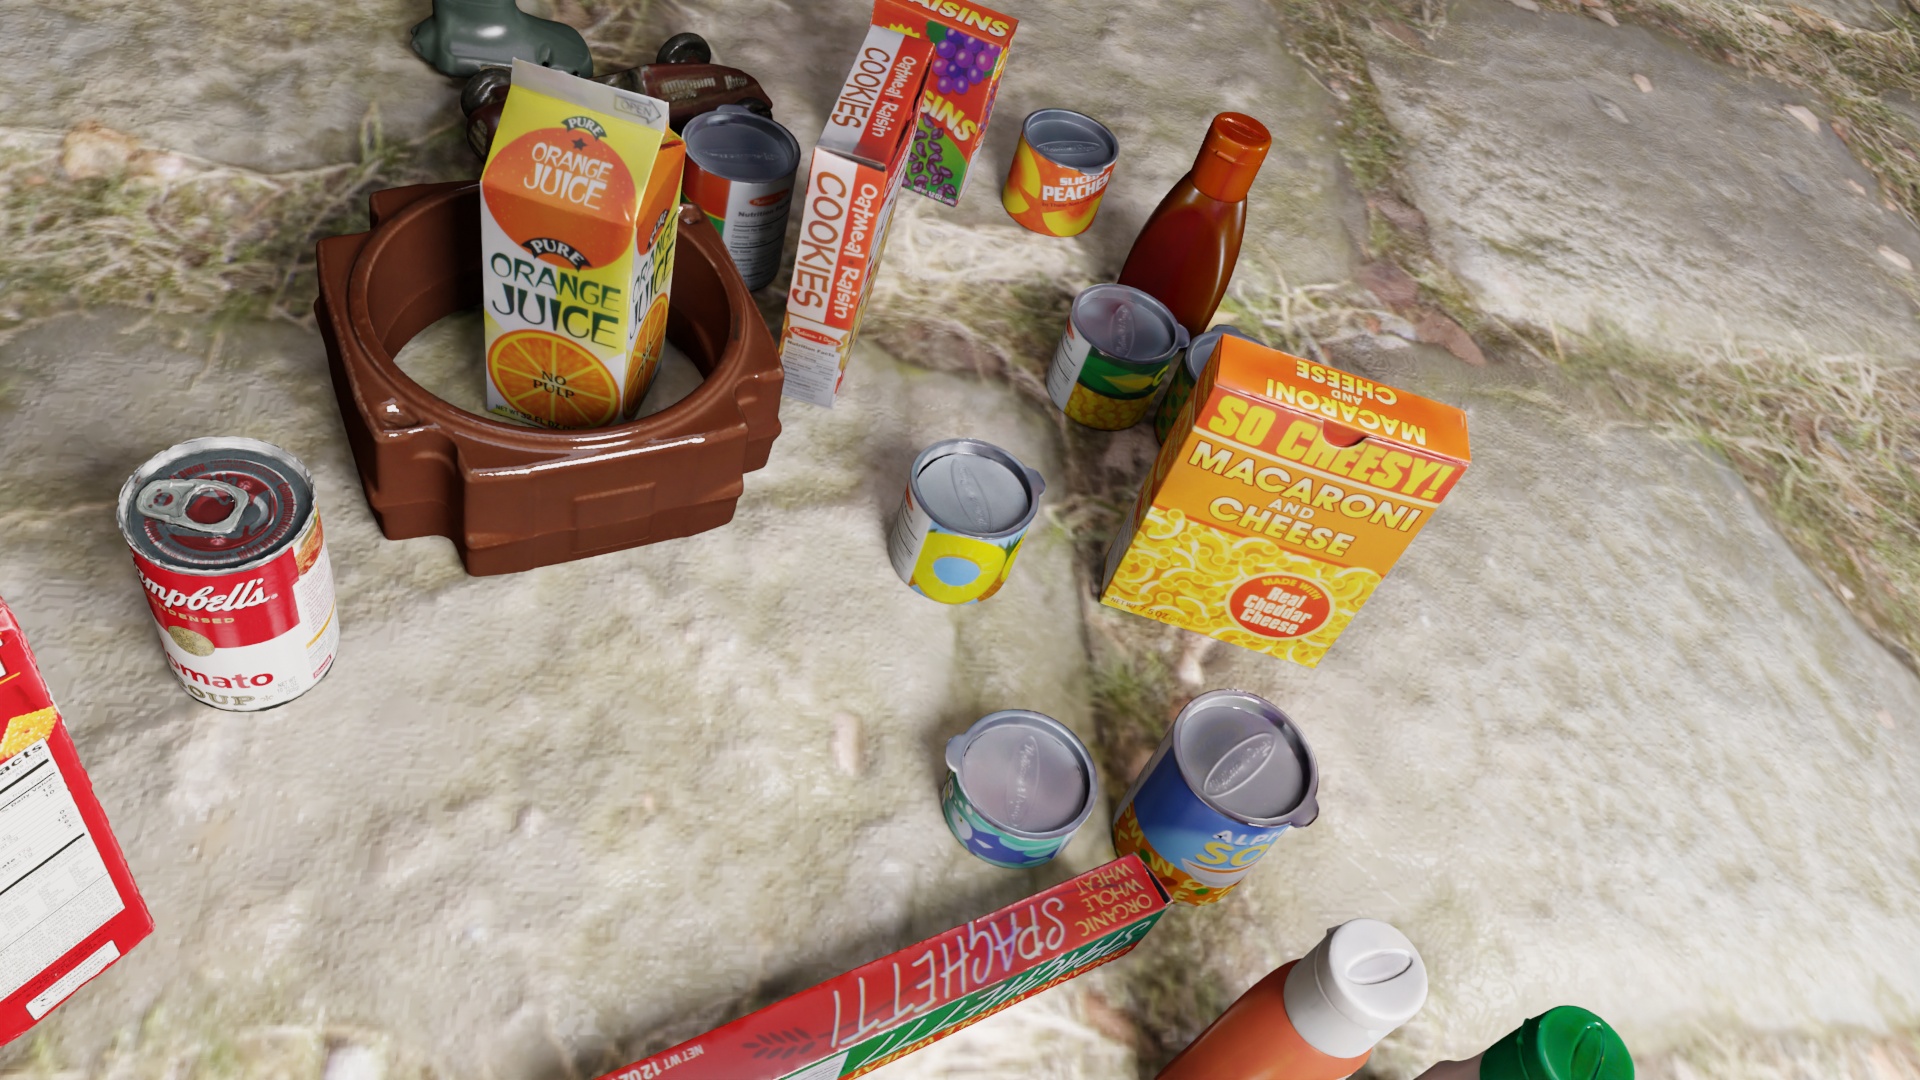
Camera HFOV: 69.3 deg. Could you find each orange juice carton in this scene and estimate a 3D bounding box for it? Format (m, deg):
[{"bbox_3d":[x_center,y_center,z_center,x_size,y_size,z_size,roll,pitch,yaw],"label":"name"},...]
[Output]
[{"bbox_3d":[-0.182,-0.139,0.670,0.072,0.191,0.073,17,48,-3],"label":"orange juice carton"}]

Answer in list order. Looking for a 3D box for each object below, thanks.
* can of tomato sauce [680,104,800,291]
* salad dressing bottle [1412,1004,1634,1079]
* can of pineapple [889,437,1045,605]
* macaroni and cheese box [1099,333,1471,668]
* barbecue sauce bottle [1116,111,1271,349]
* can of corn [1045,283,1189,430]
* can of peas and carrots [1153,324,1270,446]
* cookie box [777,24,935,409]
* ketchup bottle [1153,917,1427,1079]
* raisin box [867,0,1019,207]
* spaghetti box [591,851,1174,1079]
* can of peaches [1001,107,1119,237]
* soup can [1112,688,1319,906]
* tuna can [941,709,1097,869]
[{"bbox_3d":[-0.133,-0.197,0.807,0.071,0.082,0.071,9,49,-10],"label":"can of tomato sauce"},{"bbox_3d":[0.192,0.218,0.519,0.044,0.146,0.064,36,50,13],"label":"salad dressing bottle"},{"bbox_3d":[0.003,-0.009,0.709,0.071,0.057,0.071,9,49,-10],"label":"can of pineapple"},{"bbox_3d":[0.154,-0.013,0.687,0.124,0.165,0.040,17,48,-3],"label":"macaroni and cheese box"},{"bbox_3d":[0.143,-0.187,0.841,0.065,0.147,0.044,31,49,9],"label":"barbecue sauce bottle"},{"bbox_3d":[0.091,-0.107,0.818,0.071,0.058,0.071,9,49,-10],"label":"can of corn"},{"bbox_3d":[0.153,-0.082,0.816,0.071,0.058,0.071,9,49,-10],"label":"can of peas and carrots"},{"bbox_3d":[-0.059,-0.173,0.754,0.040,0.166,0.123,16,48,-4],"label":"cookie box"},{"bbox_3d":[0.123,0.188,0.521,0.065,0.148,0.044,-9,55,-24],"label":"ketchup bottle"},{"bbox_3d":[-0.021,-0.286,0.890,0.086,0.122,0.040,22,48,1],"label":"raisin box"},{"bbox_3d":[-0.028,0.184,0.543,0.251,0.049,0.029,-15,57,-28],"label":"spaghetti box"},{"bbox_3d":[0.066,-0.243,0.924,0.071,0.057,0.071,9,49,-10],"label":"can of peaches"},{"bbox_3d":[0.113,0.119,0.620,0.071,0.083,0.072,9,49,-10],"label":"soup can"},{"bbox_3d":[0.024,0.112,0.631,0.071,0.032,0.071,9,49,-10],"label":"tuna can"}]
